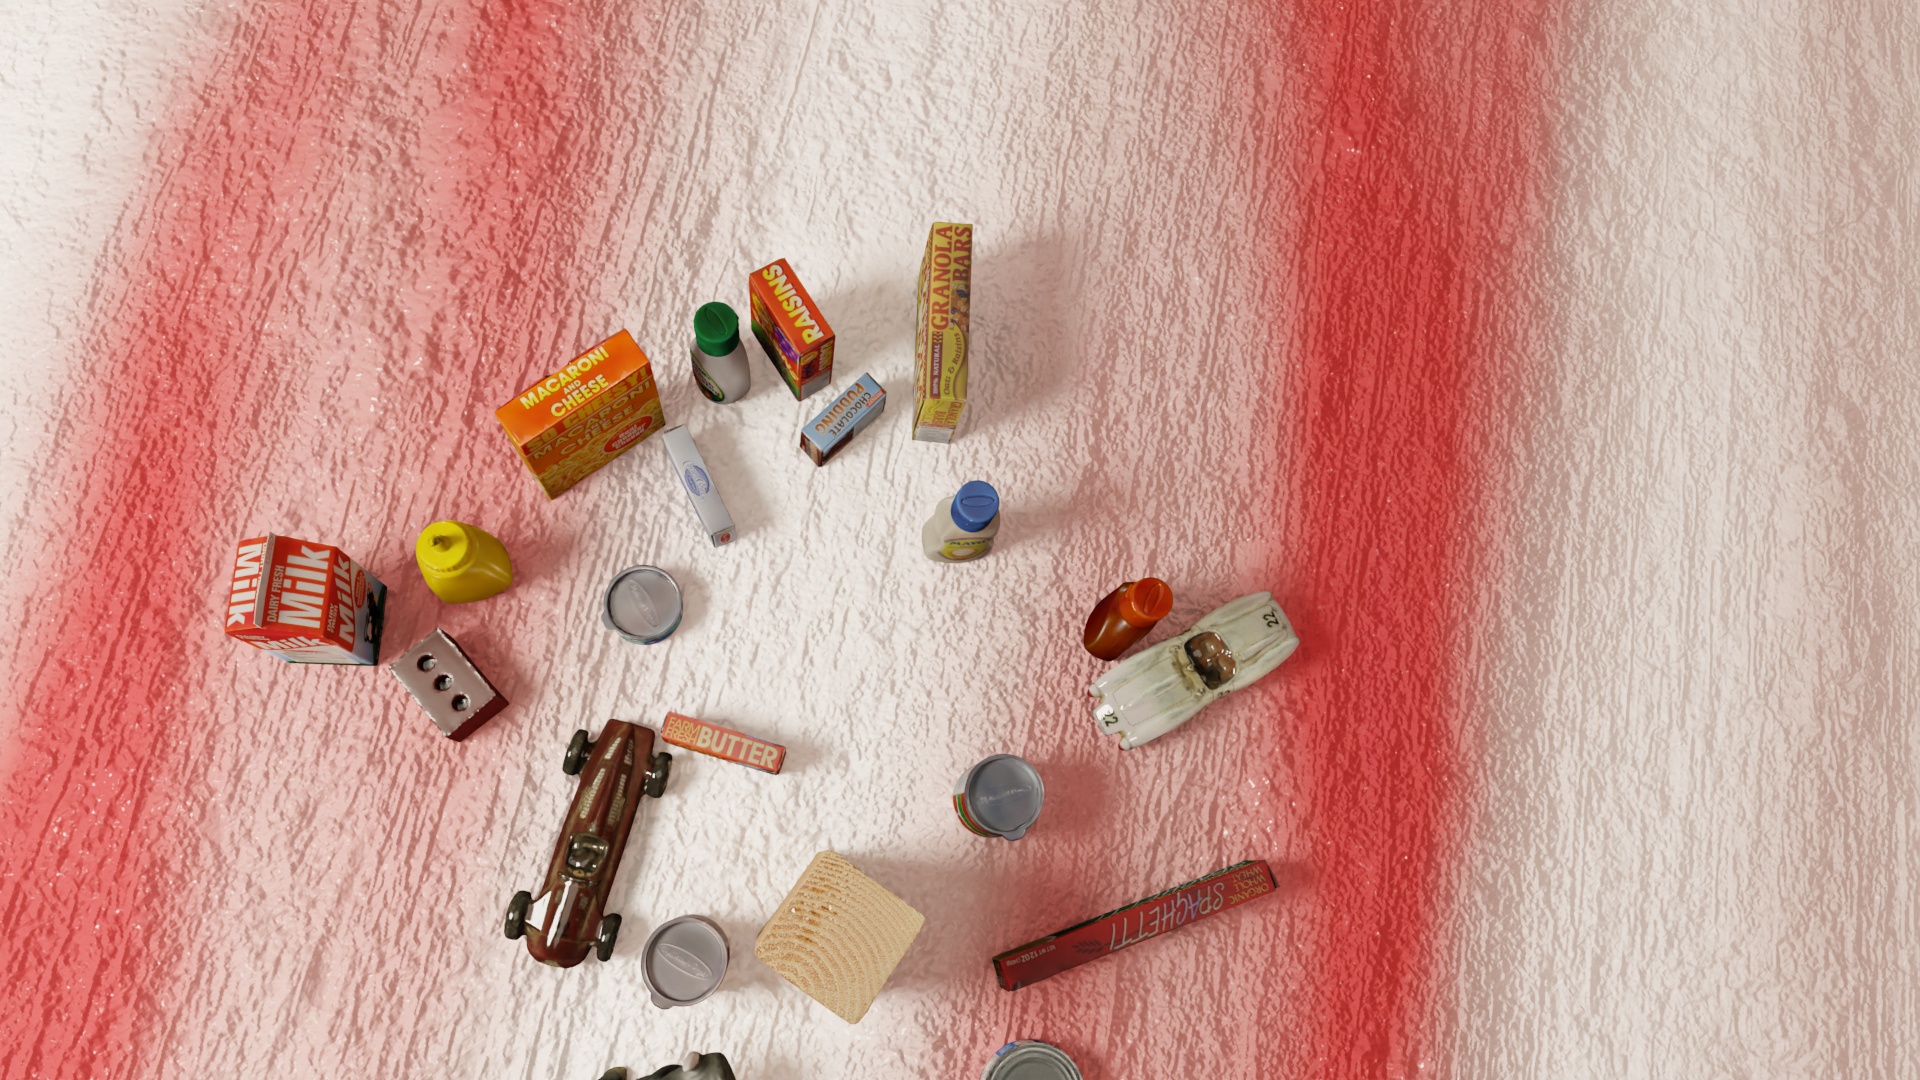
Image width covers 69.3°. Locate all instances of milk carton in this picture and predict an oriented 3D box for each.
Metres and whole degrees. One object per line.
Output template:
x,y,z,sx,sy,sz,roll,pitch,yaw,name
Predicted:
-0.513,0.048,1.085,0.073,0.190,0.072,3,76,-7,milk carton

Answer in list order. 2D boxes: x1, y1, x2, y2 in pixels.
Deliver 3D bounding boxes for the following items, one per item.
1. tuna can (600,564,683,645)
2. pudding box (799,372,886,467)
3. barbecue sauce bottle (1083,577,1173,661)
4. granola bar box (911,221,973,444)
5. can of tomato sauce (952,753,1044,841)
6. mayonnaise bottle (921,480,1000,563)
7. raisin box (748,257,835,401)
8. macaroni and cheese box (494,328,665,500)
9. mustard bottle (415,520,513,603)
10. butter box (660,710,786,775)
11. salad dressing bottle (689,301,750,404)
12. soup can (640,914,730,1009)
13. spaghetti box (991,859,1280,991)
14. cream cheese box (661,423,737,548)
-0.275,0.058,1.198,0.071,0.032,0.071,2,76,-7,tuna can
-0.106,-0.108,1.253,0.030,0.049,0.084,45,75,4,pudding box
0.145,0.063,1.194,0.044,0.148,0.065,27,75,-1,barbecue sauce bottle
-0.018,-0.184,1.246,0.039,0.124,0.166,4,76,-7,granola bar box
0.032,0.219,1.173,0.071,0.083,0.071,2,76,-7,can of tomato sauce
0.004,-0.015,1.194,0.065,0.147,0.041,-3,77,-8,mayonnaise bottle
-0.150,-0.184,1.228,0.040,0.123,0.086,-31,82,-13,raisin box
-0.314,-0.103,1.163,0.124,0.166,0.040,-37,84,-14,macaroni and cheese box
-0.406,0.014,1.124,0.065,0.160,0.049,-18,80,-11,mustard bottle
-0.199,0.172,1.169,0.103,0.053,0.024,18,75,-3,butter box
-0.209,-0.163,1.202,0.044,0.147,0.064,-35,83,-14,salad dressing bottle
-0.220,0.336,1.109,0.071,0.083,0.071,2,76,-7,soup can
0.149,0.325,1.180,0.250,0.050,0.029,-17,80,-12,spaghetti box
-0.229,-0.047,1.219,0.024,0.053,0.104,-25,81,-13,cream cheese box
